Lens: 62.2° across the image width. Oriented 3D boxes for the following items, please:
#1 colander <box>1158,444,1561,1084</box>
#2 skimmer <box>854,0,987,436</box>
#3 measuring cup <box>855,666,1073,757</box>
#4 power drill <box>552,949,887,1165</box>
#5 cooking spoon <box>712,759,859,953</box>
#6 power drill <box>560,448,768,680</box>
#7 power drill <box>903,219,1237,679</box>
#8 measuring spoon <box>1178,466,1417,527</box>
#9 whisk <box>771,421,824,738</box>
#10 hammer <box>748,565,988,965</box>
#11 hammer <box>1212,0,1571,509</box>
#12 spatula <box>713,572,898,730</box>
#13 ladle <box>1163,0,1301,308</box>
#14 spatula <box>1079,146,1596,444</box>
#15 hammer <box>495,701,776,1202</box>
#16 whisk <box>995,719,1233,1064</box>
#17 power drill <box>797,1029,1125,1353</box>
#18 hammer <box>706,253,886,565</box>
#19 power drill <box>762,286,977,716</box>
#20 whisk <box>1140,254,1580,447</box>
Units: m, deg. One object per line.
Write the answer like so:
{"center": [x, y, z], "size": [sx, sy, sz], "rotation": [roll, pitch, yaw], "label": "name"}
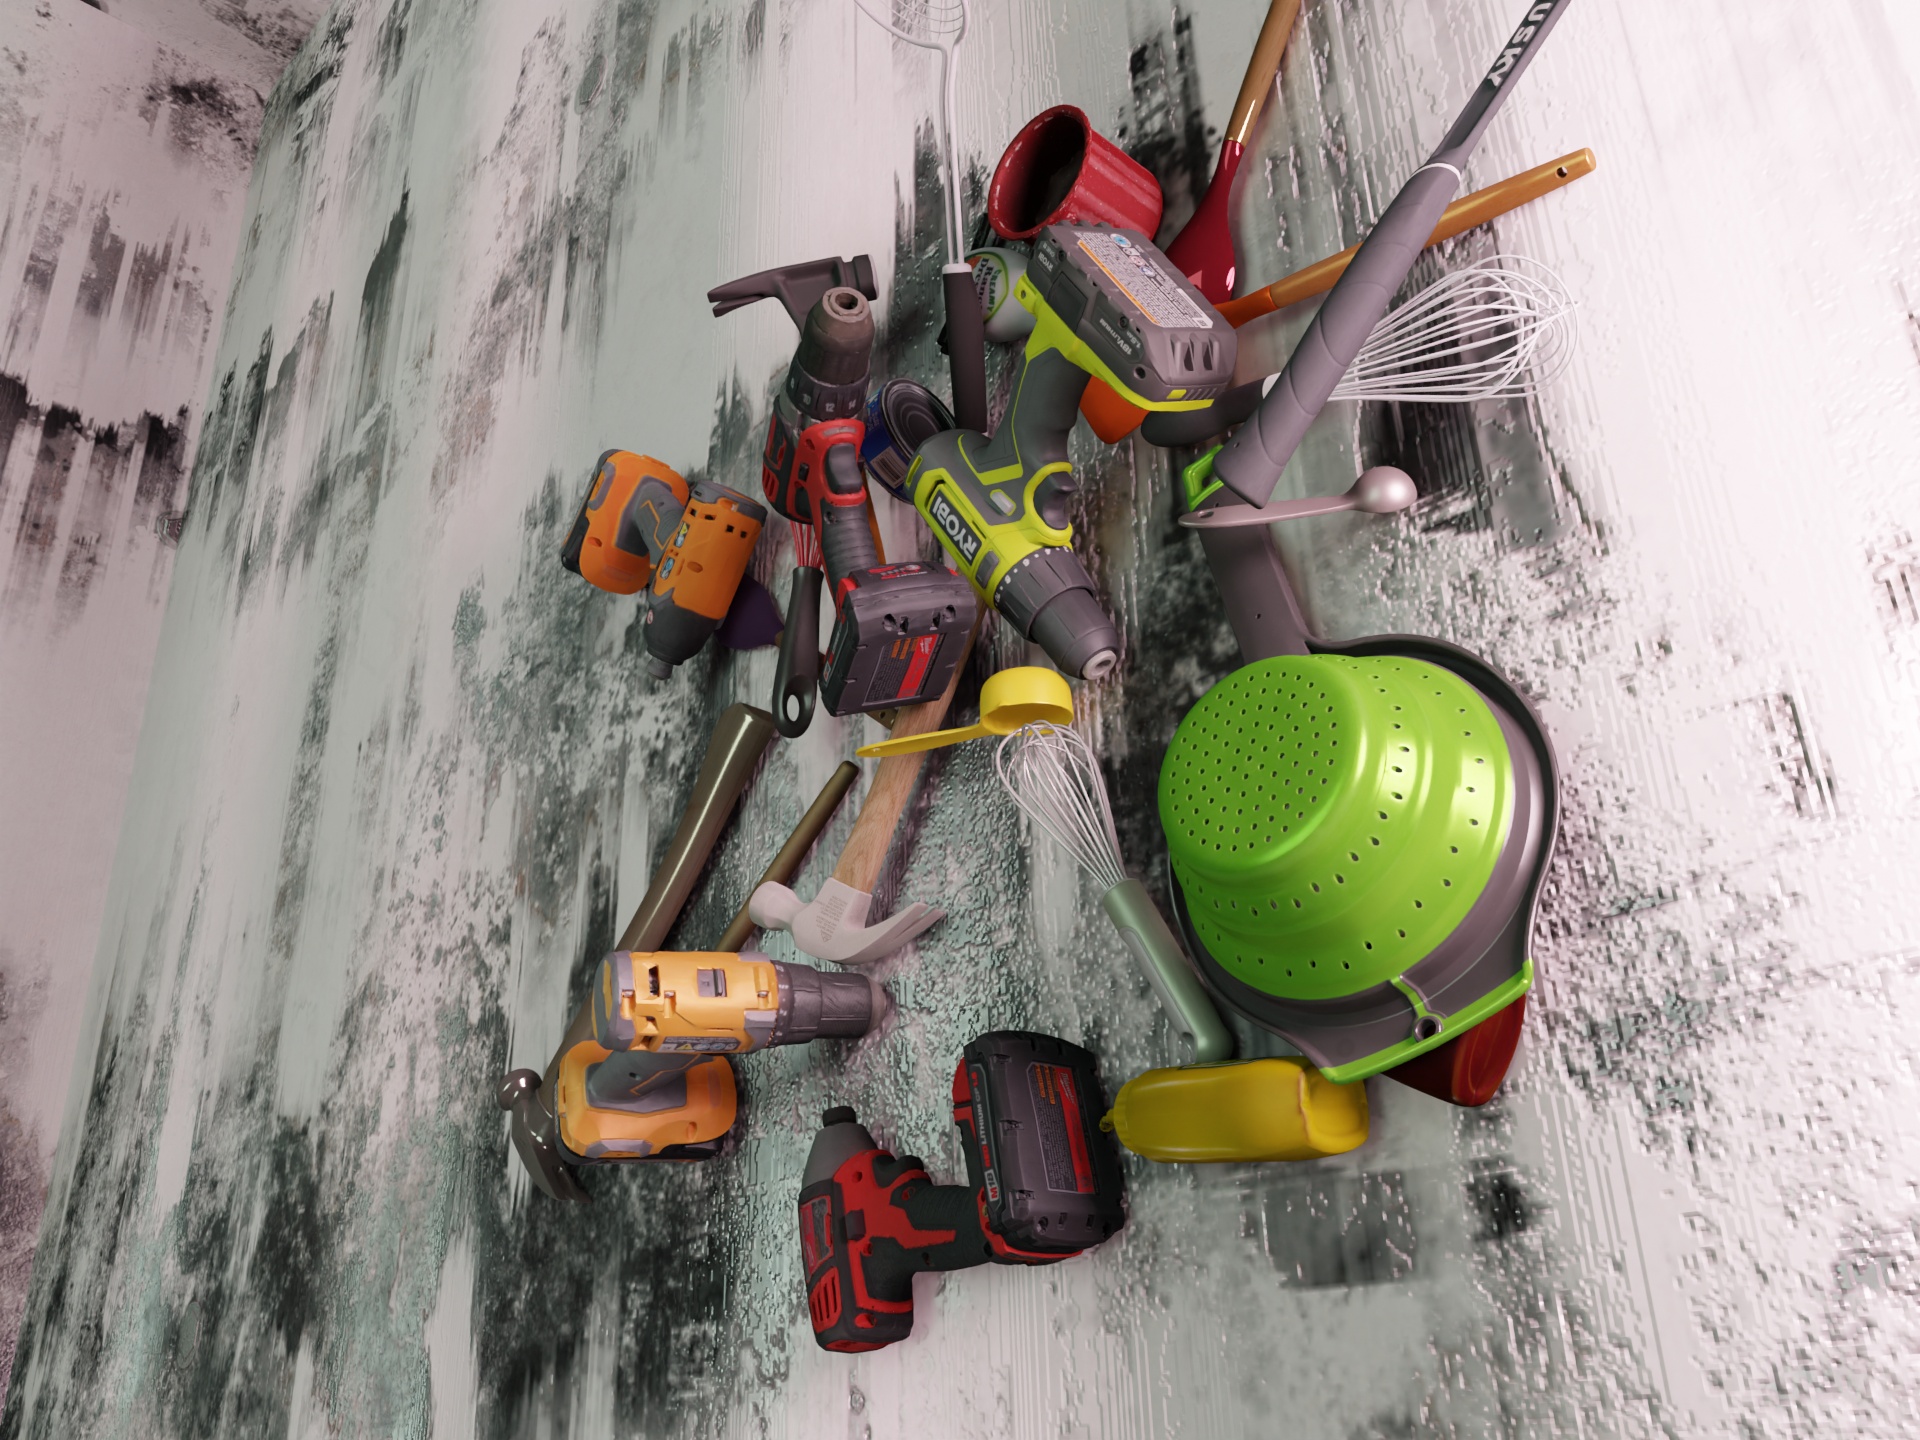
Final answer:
{"center": [0.148, -0.023, 0.789], "size": [0.204, 0.094, 0.398], "rotation": [-36, 42, 26], "label": "colander"}
{"center": [-0.033, -0.359, 1.052], "size": [0.127, 0.090, 0.363], "rotation": [20, 119, 57], "label": "skimmer"}
{"center": [-0.002, -0.003, 0.991], "size": [0.156, 0.062, 0.029], "rotation": [-13, 67, 31], "label": "measuring cup"}
{"center": [-0.166, 0.221, 1.055], "size": [0.226, 0.185, 0.084], "rotation": [125, 142, -47], "label": "power drill"}
{"center": [-0.164, 0.159, 1.159], "size": [0.319, 0.017, 0.069], "rotation": [-56, 3, 14], "label": "cooking spoon"}
{"center": [-0.256, -0.135, 1.339], "size": [0.227, 0.084, 0.164], "rotation": [30, 98, 52], "label": "power drill"}
{"center": [0.065, -0.155, 0.938], "size": [0.191, 0.080, 0.228], "rotation": [55, 136, 27], "label": "power drill"}
{"center": [0.175, -0.117, 0.832], "size": [0.124, 0.018, 0.034], "rotation": [-7, 31, 6], "label": "measuring spoon"}
{"center": [-0.110, -0.127, 1.178], "size": [0.073, 0.073, 0.296], "rotation": [-16, 61, 45], "label": "whisk"}
{"center": [-0.027, 0.004, 1.049], "size": [0.130, 0.031, 0.331], "rotation": [20, 86, 36], "label": "hammer"}
{"center": [0.249, -0.282, 0.790], "size": [0.409, 0.036, 0.149], "rotation": [-57, 28, 1], "label": "hammer"}
{"center": [-0.125, -0.052, 1.209], "size": [0.316, 0.018, 0.060], "rotation": [34, 101, 51], "label": "spatula"}
{"center": [0.180, -0.381, 0.990], "size": [0.069, 0.031, 0.315], "rotation": [16, 86, 50], "label": "ladle"}
{"center": [0.196, -0.246, 0.899], "size": [0.322, 0.041, 0.081], "rotation": [-16, 107, 41], "label": "spatula"}
{"center": [-0.244, 0.175, 1.239], "size": [0.146, 0.038, 0.410], "rotation": [40, 106, 47], "label": "hammer"}
{"center": [0.086, 0.090, 0.889], "size": [0.057, 0.059, 0.247], "rotation": [93, 155, -48], "label": "whisk"}
{"center": [-0.015, 0.264, 0.912], "size": [0.219, 0.078, 0.143], "rotation": [-38, 49, 37], "label": "power drill"}
{"center": [-0.092, -0.179, 1.144], "size": [0.127, 0.034, 0.337], "rotation": [-12, 73, -3], "label": "hammer"}
{"center": [-0.065, -0.137, 1.000], "size": [0.187, 0.080, 0.227], "rotation": [114, 141, -56], "label": "power drill"}
{"center": [0.202, -0.184, 0.860], "size": [0.285, 0.070, 0.070], "rotation": [-6, 70, 51], "label": "whisk"}
